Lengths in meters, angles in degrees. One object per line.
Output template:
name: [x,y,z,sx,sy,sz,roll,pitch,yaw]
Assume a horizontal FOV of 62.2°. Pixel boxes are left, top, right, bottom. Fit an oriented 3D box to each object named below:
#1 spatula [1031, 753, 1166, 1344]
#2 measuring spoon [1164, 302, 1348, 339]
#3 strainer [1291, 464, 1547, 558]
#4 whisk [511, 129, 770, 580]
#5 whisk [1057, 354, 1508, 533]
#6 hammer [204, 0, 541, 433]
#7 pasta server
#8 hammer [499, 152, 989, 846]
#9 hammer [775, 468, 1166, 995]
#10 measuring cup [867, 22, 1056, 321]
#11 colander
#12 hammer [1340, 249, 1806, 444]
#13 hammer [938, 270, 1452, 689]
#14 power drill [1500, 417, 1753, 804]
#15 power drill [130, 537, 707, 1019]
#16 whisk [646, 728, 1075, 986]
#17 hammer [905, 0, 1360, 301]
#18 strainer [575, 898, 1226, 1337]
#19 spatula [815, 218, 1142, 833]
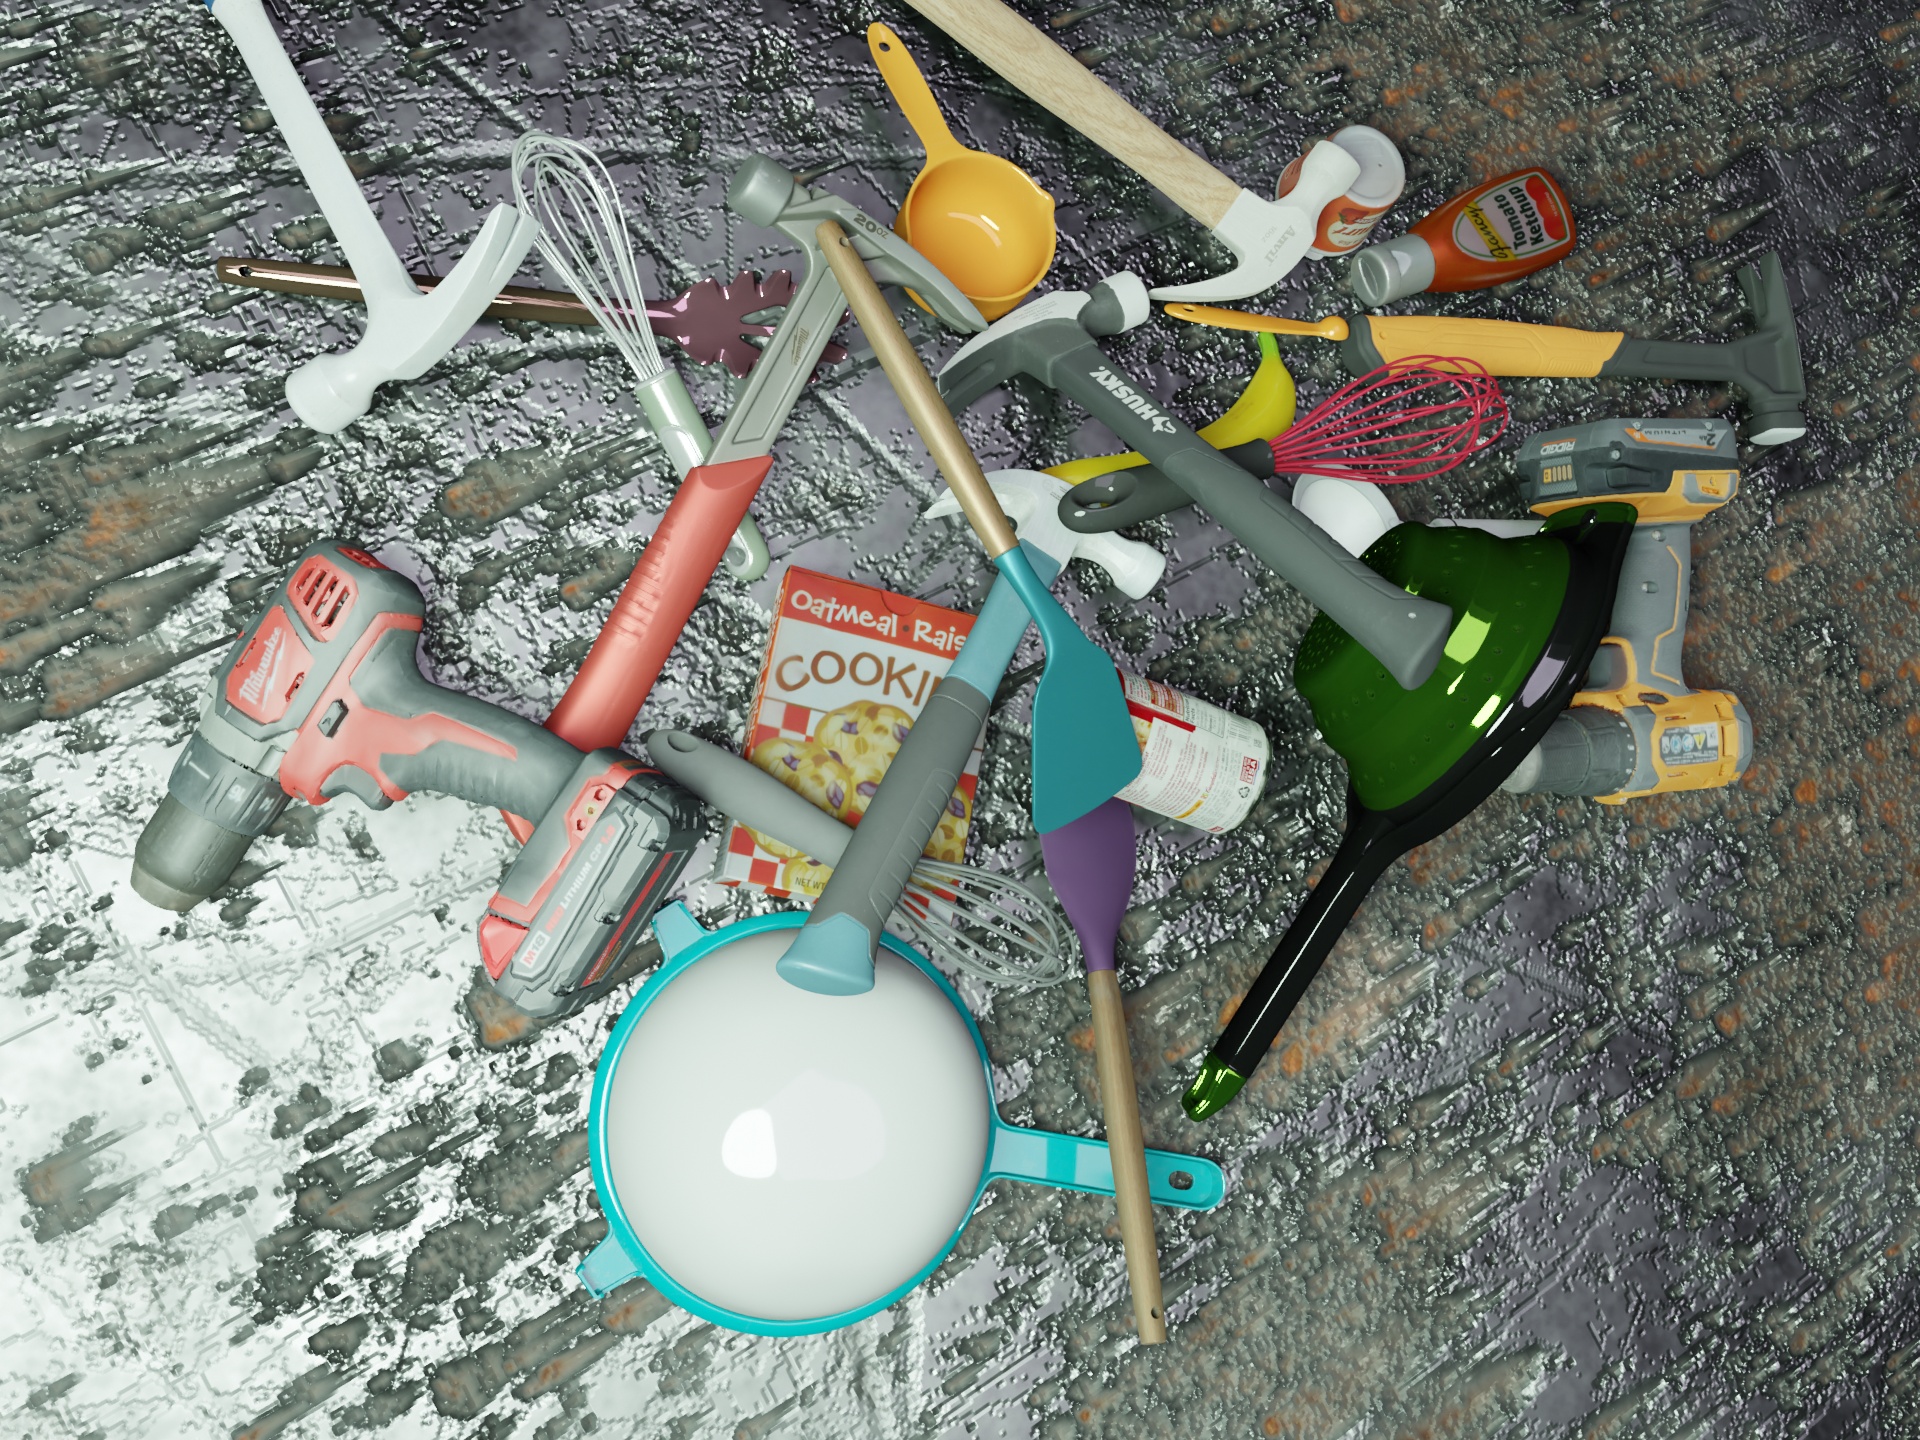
spatula: [0.079,0.157,0.831,0.059,0.018,0.316,4,64,-21]
measuring spoon: [0.180,-0.244,0.960,0.117,0.011,0.021,5,41,-9]
strainer: [0.285,-0.111,0.966,0.258,0.050,0.087,-2,73,-23]
whisk: [-0.160,-0.181,0.812,0.246,0.058,0.059,64,33,-17]
whisk: [0.186,-0.151,0.893,0.296,0.073,0.073,-18,86,-19]
hammer: [-0.346,-0.347,0.778,0.144,0.035,0.405,-31,82,13]
pasta server: [-0.217,-0.217,0.829,0.316,0.040,0.060,3,98,-15]
hammer: [-0.125,-0.093,0.803,0.149,0.037,0.359,30,85,-28]
hammer: [-0.001,-0.003,0.796,0.128,0.033,0.331,34,55,-10]
measuring cup: [-0.015,-0.306,0.900,0.095,0.052,0.173,-27,87,-19]
colander: [0.203,0.030,0.858,0.094,0.204,0.397,32,91,-5]
hammer: [0.398,-0.245,1.025,0.336,0.034,0.127,-2,82,-17]
hammer: [0.122,-0.125,0.818,0.146,0.035,0.335,-27,52,-19]
power drill: [0.387,-0.063,0.951,0.185,0.084,0.226,-5,93,-25]
power drill: [-0.253,0.047,0.727,0.227,0.080,0.188,33,89,5]
whisk: [-0.048,0.066,0.788,0.239,0.055,0.055,30,74,-6]
hammer: [0.063,-0.365,0.928,0.331,0.031,0.130,36,97,-3]
strainer: [-0.010,0.211,0.790,0.340,0.095,0.211,13,77,-13]
spatula: [0.003,-0.101,0.786,0.082,0.044,0.317,-28,90,-36]
